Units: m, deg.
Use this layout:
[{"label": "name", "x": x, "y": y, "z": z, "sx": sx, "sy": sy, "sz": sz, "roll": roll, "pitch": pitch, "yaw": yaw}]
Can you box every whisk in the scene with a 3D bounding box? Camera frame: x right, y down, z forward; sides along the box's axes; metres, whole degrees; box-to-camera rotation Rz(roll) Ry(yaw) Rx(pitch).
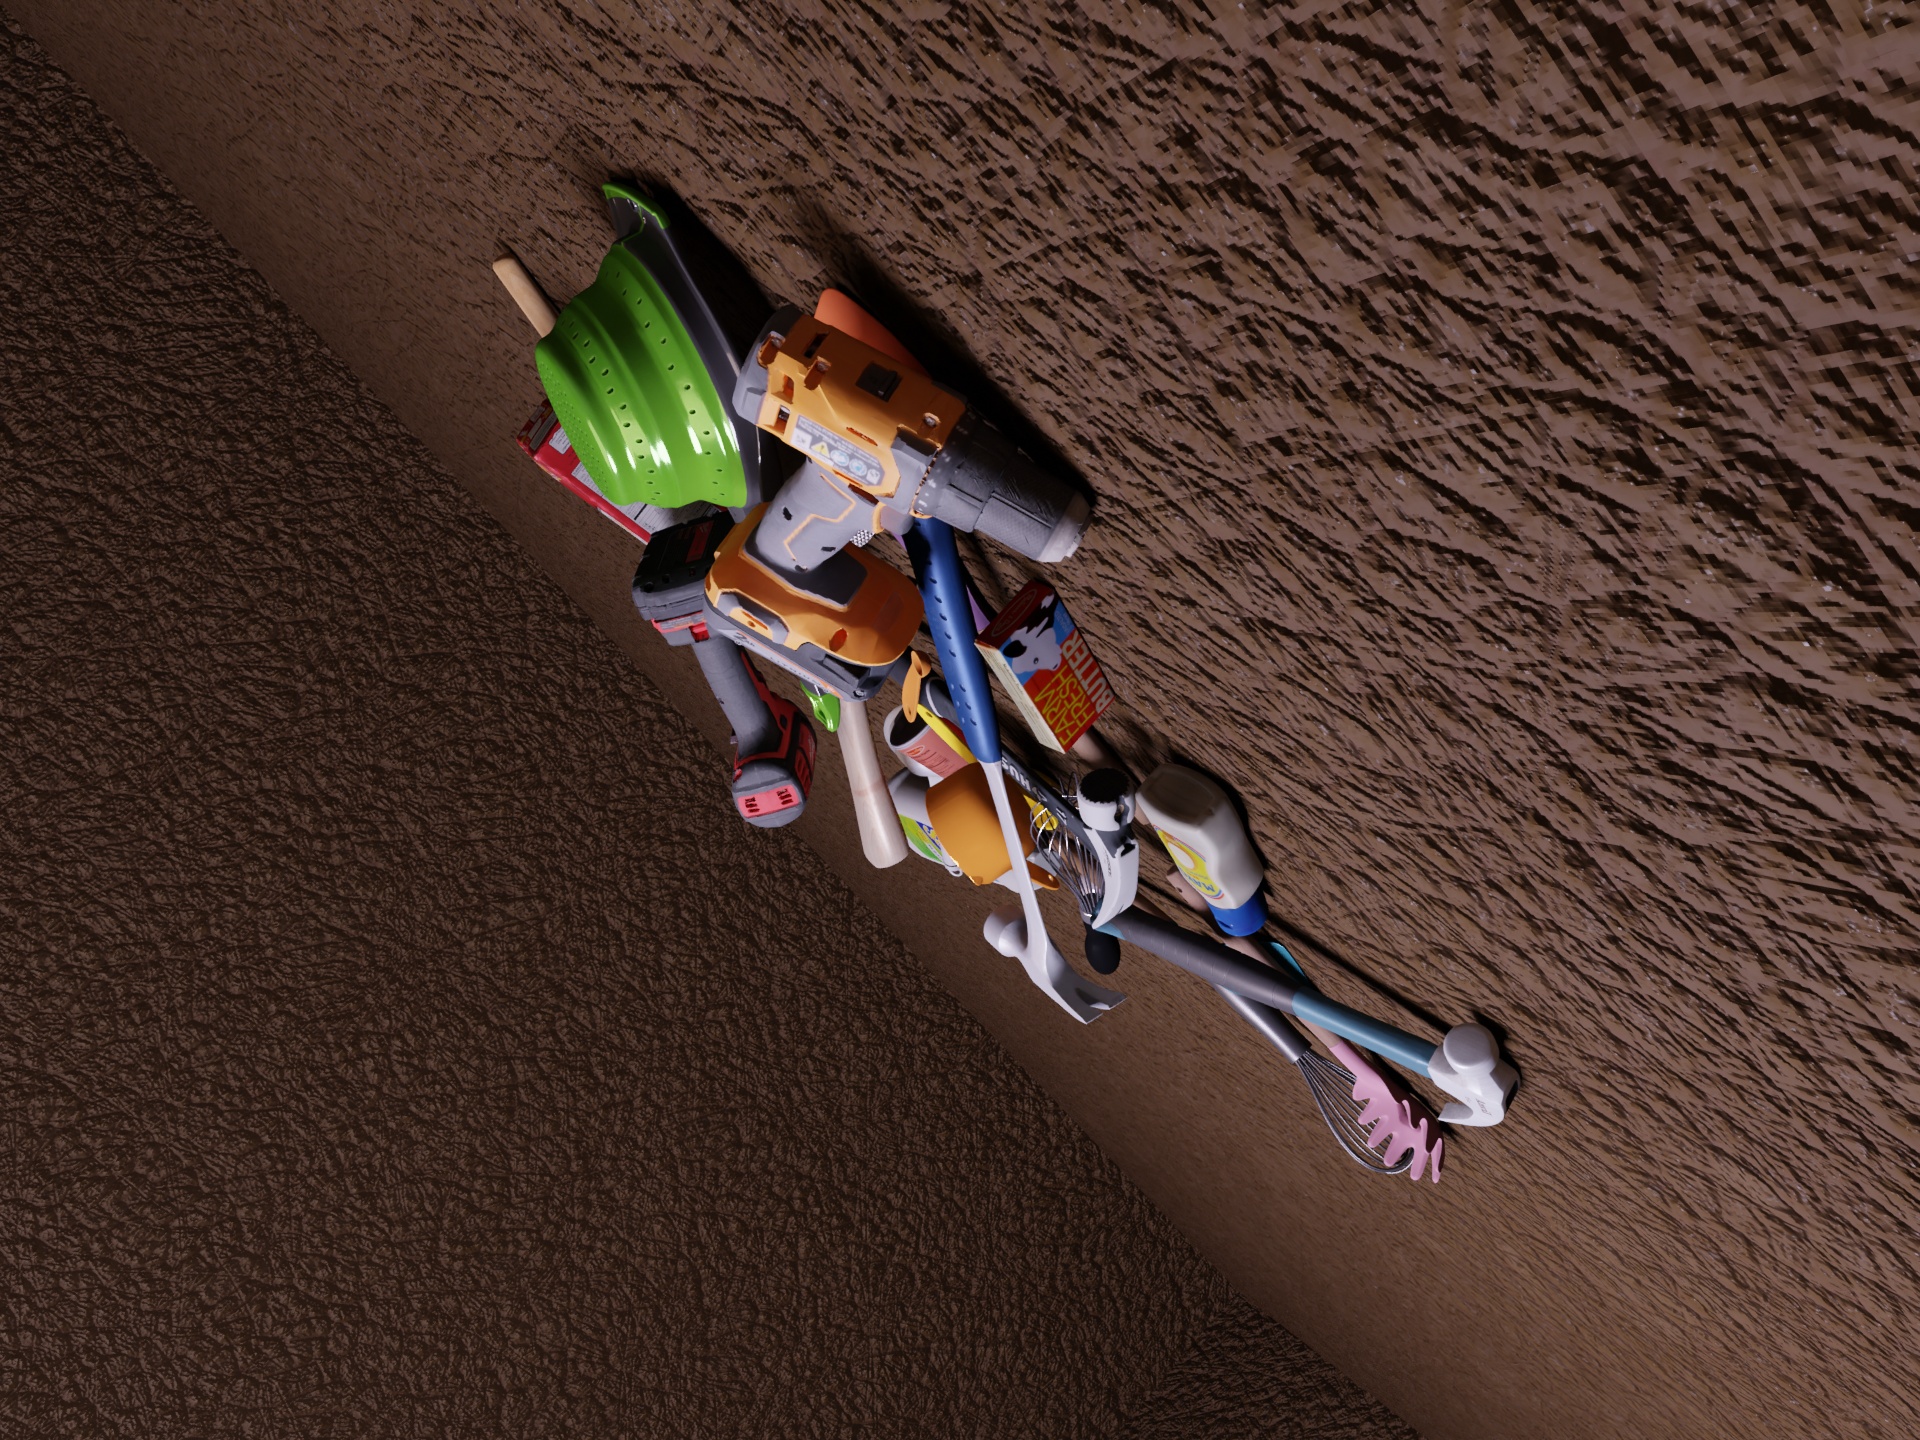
[{"label": "whisk", "x": 0.268, "y": 0.263, "z": 1.256, "sx": 0.239, "sy": 0.055, "sz": 0.055, "roll": 46, "pitch": 169, "yaw": 14}, {"label": "whisk", "x": -0.316, "y": -0.287, "z": 1.349, "sx": 0.051, "sy": 0.047, "sz": 0.244, "roll": 30, "pitch": 158, "yaw": 53}, {"label": "whisk", "x": 0.102, "y": 0.135, "z": 1.263, "sx": 0.070, "sy": 0.070, "sz": 0.284, "roll": 37, "pitch": 159, "yaw": 31}]

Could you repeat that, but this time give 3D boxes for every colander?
[{"label": "colander", "x": -0.175, "y": -0.136, "z": 1.025, "sx": 0.205, "sy": 0.094, "sz": 0.396, "roll": 42, "pitch": 156, "yaw": 52}]

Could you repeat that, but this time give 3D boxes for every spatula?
[{"label": "spatula", "x": 0.163, "y": 0.151, "z": 1.281, "sx": 0.082, "sy": 0.044, "sz": 0.318, "roll": 55, "pitch": 169, "yaw": -32}, {"label": "spatula", "x": -0.082, "y": -0.151, "z": 0.959, "sx": 0.081, "sy": 0.041, "sz": 0.322, "roll": 43, "pitch": 163, "yaw": 0}, {"label": "spatula", "x": 0.034, "y": -0.045, "z": 1.055, "sx": 0.315, "sy": 0.018, "sz": 0.060, "roll": 49, "pitch": 163, "yaw": -18}]

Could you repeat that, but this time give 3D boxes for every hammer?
[{"label": "hammer", "x": 0.024, "y": 0.032, "z": 1.034, "sx": 0.144, "sy": 0.035, "sz": 0.405, "roll": 38, "pitch": 151, "yaw": 50}, {"label": "hammer", "x": -0.095, "y": -0.035, "z": 1.224, "sx": 0.146, "sy": 0.038, "sz": 0.410, "roll": 39, "pitch": 151, "yaw": 36}, {"label": "hammer", "x": -0.002, "y": -0.004, "z": 1.163, "sx": 0.409, "sy": 0.036, "sz": 0.149, "roll": 43, "pitch": 156, "yaw": 41}, {"label": "hammer", "x": 0.217, "y": 0.182, "z": 1.065, "sx": 0.331, "sy": 0.033, "sz": 0.128, "roll": 21, "pitch": 159, "yaw": 41}]

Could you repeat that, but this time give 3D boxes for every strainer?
[{"label": "strainer", "x": -0.019, "y": 0.066, "z": 1.411, "sx": 0.087, "sy": 0.050, "sz": 0.258, "roll": 7, "pitch": 142, "yaw": 15}]

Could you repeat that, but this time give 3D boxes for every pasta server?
[{"label": "pasta server", "x": 0.251, "y": 0.220, "z": 1.153, "sx": 0.316, "sy": 0.040, "sz": 0.060, "roll": 46, "pitch": 153, "yaw": -14}]

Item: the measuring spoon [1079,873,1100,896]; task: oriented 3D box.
[{"label": "measuring spoon", "x": 0.151, "y": 0.180, "z": 1.420, "sx": 0.124, "sy": 0.018, "sz": 0.034, "roll": 40, "pitch": 167, "yaw": 18}]

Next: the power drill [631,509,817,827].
[{"label": "power drill", "x": -0.168, "y": -0.041, "z": 1.215, "sx": 0.143, "sy": 0.078, "sz": 0.219, "roll": -90, "pitch": -17, "yaw": -60}]

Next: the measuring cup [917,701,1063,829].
[{"label": "measuring cup", "x": 0.025, "y": 0.029, "z": 1.266, "sx": 0.156, "sy": 0.029, "sz": 0.062, "roll": 43, "pitch": 158, "yaw": -18}]

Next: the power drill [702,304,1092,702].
[{"label": "power drill", "x": -0.042, "y": -0.098, "z": 0.850, "sx": 0.185, "sy": 0.084, "sz": 0.226, "roll": 29, "pitch": 147, "yaw": -1}]

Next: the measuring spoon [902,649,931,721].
[{"label": "measuring spoon", "x": -0.031, "y": -0.024, "z": 1.141, "sx": 0.116, "sy": 0.011, "sz": 0.021, "roll": 107, "pitch": 140, "yaw": -69}]

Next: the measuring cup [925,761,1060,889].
[{"label": "measuring cup", "x": 0.045, "y": 0.091, "z": 1.245, "sx": 0.173, "sy": 0.052, "sz": 0.095, "roll": 32, "pitch": -150, "yaw": -44}]
